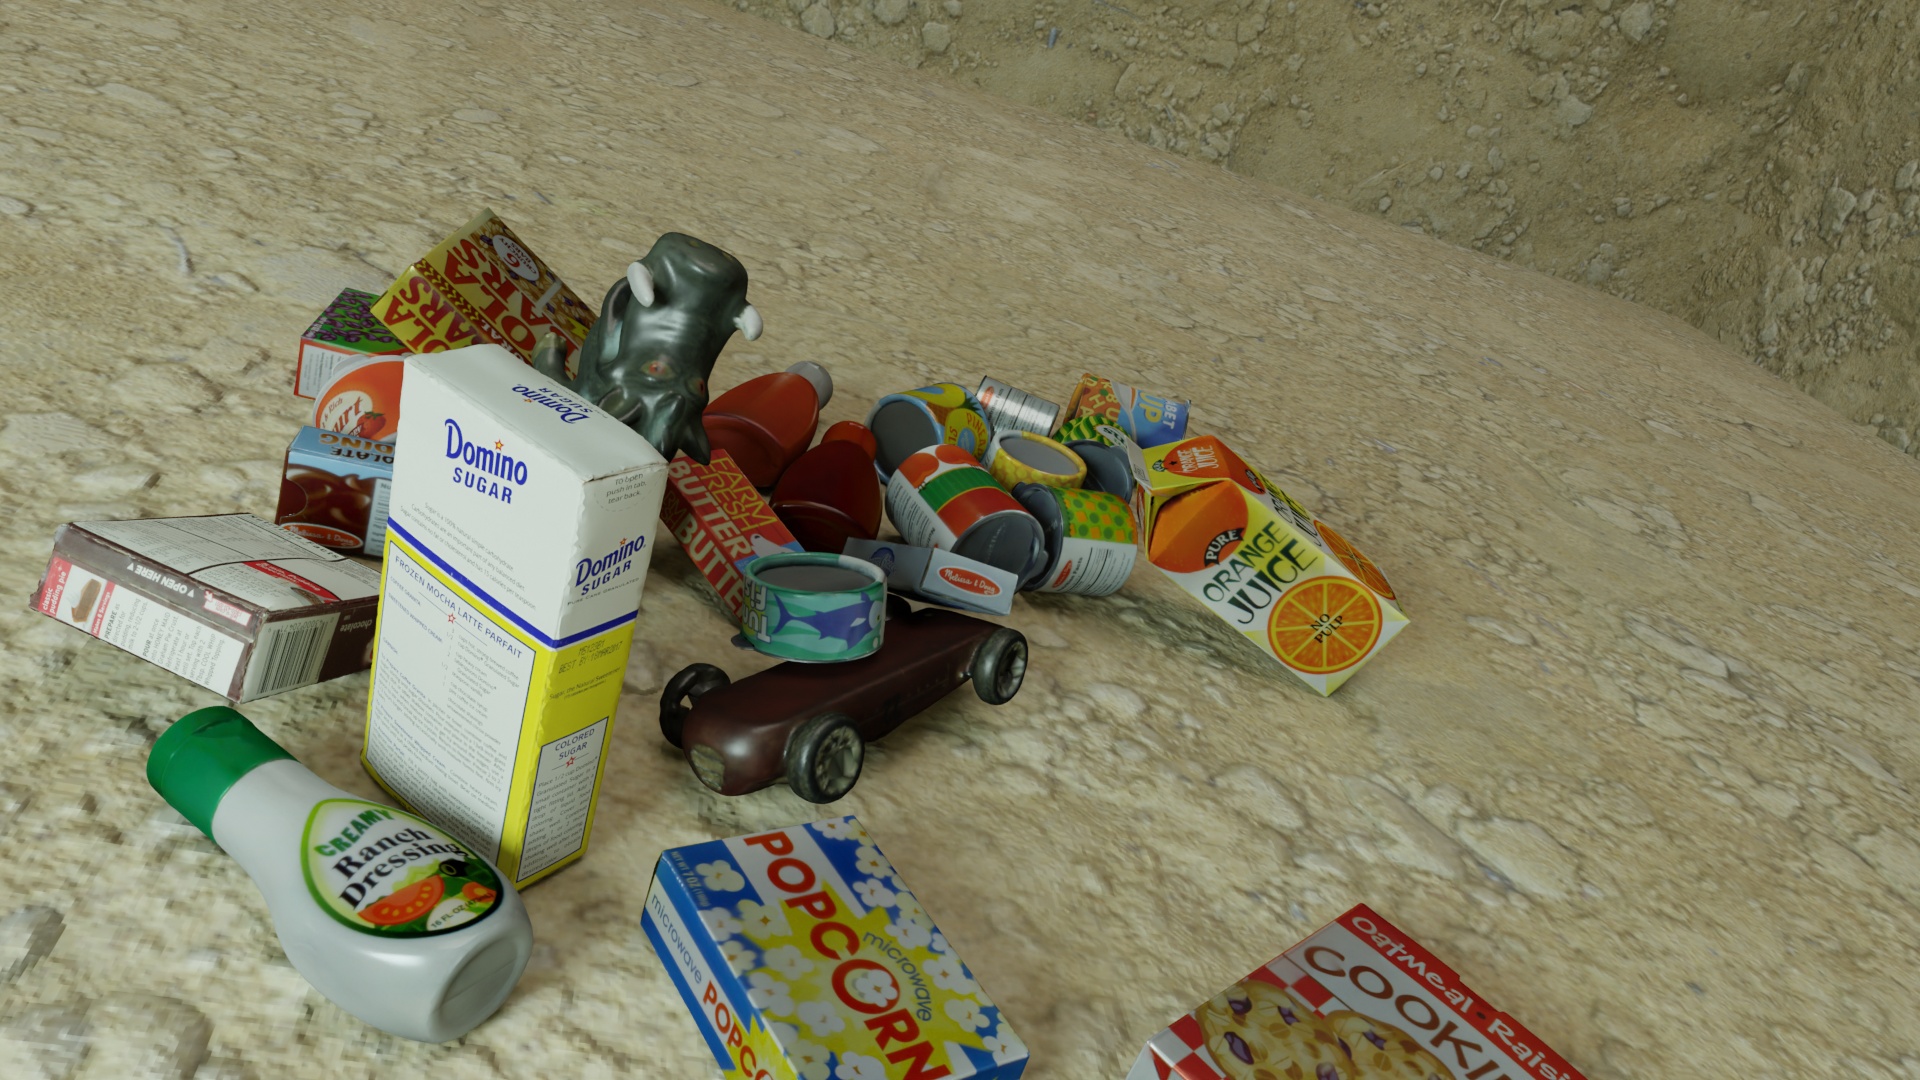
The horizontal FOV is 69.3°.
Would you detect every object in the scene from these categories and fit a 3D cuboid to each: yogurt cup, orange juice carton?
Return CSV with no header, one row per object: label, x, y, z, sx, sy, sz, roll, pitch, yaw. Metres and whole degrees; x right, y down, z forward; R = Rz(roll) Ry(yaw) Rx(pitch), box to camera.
yogurt cup,-0.284,-0.051,0.699,0.072,0.072,0.054,-3,42,-41
orange juice carton,0.175,0.004,0.850,0.192,0.072,0.072,36,21,-15

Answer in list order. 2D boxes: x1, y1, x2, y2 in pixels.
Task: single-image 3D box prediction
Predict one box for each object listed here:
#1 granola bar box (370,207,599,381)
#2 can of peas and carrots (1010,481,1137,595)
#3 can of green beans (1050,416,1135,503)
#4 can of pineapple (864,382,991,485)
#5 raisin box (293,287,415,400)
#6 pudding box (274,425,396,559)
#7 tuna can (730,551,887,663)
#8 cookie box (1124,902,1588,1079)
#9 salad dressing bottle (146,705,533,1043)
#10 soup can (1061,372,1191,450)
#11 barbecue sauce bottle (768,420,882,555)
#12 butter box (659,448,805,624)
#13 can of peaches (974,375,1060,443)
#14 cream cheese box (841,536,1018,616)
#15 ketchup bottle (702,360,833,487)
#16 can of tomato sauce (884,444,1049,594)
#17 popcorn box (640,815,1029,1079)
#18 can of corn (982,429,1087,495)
granola bar box,-0.228,-0.095,0.764,0.165,0.039,0.125,47,18,-20
can of peas and carrots,0.066,-0.002,0.854,0.059,0.070,0.071,6,29,-31
can of green beans,0.089,-0.047,0.964,0.071,0.071,0.058,22,25,2
can of pineapple,-0.021,-0.069,0.923,0.071,0.070,0.058,32,28,23
raisin box,-0.308,-0.100,0.806,0.123,0.040,0.086,13,26,-13
pudding box,-0.274,-0.019,0.656,0.084,0.049,0.030,12,25,-18
tuna can,-0.069,0.029,0.632,0.071,0.032,0.071,4,16,-1
cookie box,0.156,0.213,0.525,0.168,0.040,0.123,-9,38,-47
salad dressing bottle,-0.210,0.106,0.461,0.148,0.043,0.064,28,26,21
soup can,0.125,-0.088,1.066,0.084,0.071,0.071,18,25,-5
barbecue sauce bottle,-0.076,-0.031,0.835,0.065,0.043,0.149,19,25,-5
butter box,-0.117,0.000,0.729,0.103,0.024,0.053,50,32,12
can of peaches,0.032,-0.075,0.979,0.058,0.071,0.071,22,25,2
cream cheese box,-0.019,0.019,0.727,0.053,0.024,0.104,20,-7,-29
ketchup bottle,-0.120,-0.082,0.902,0.065,0.043,0.149,23,25,3
can of tomato sauce,0.003,-0.010,0.825,0.071,0.071,0.083,2,30,-34
popcorn box,-0.047,0.156,0.489,0.085,0.038,0.127,-1,33,-39
can of corn,0.045,-0.031,0.908,0.071,0.058,0.071,16,26,-8
